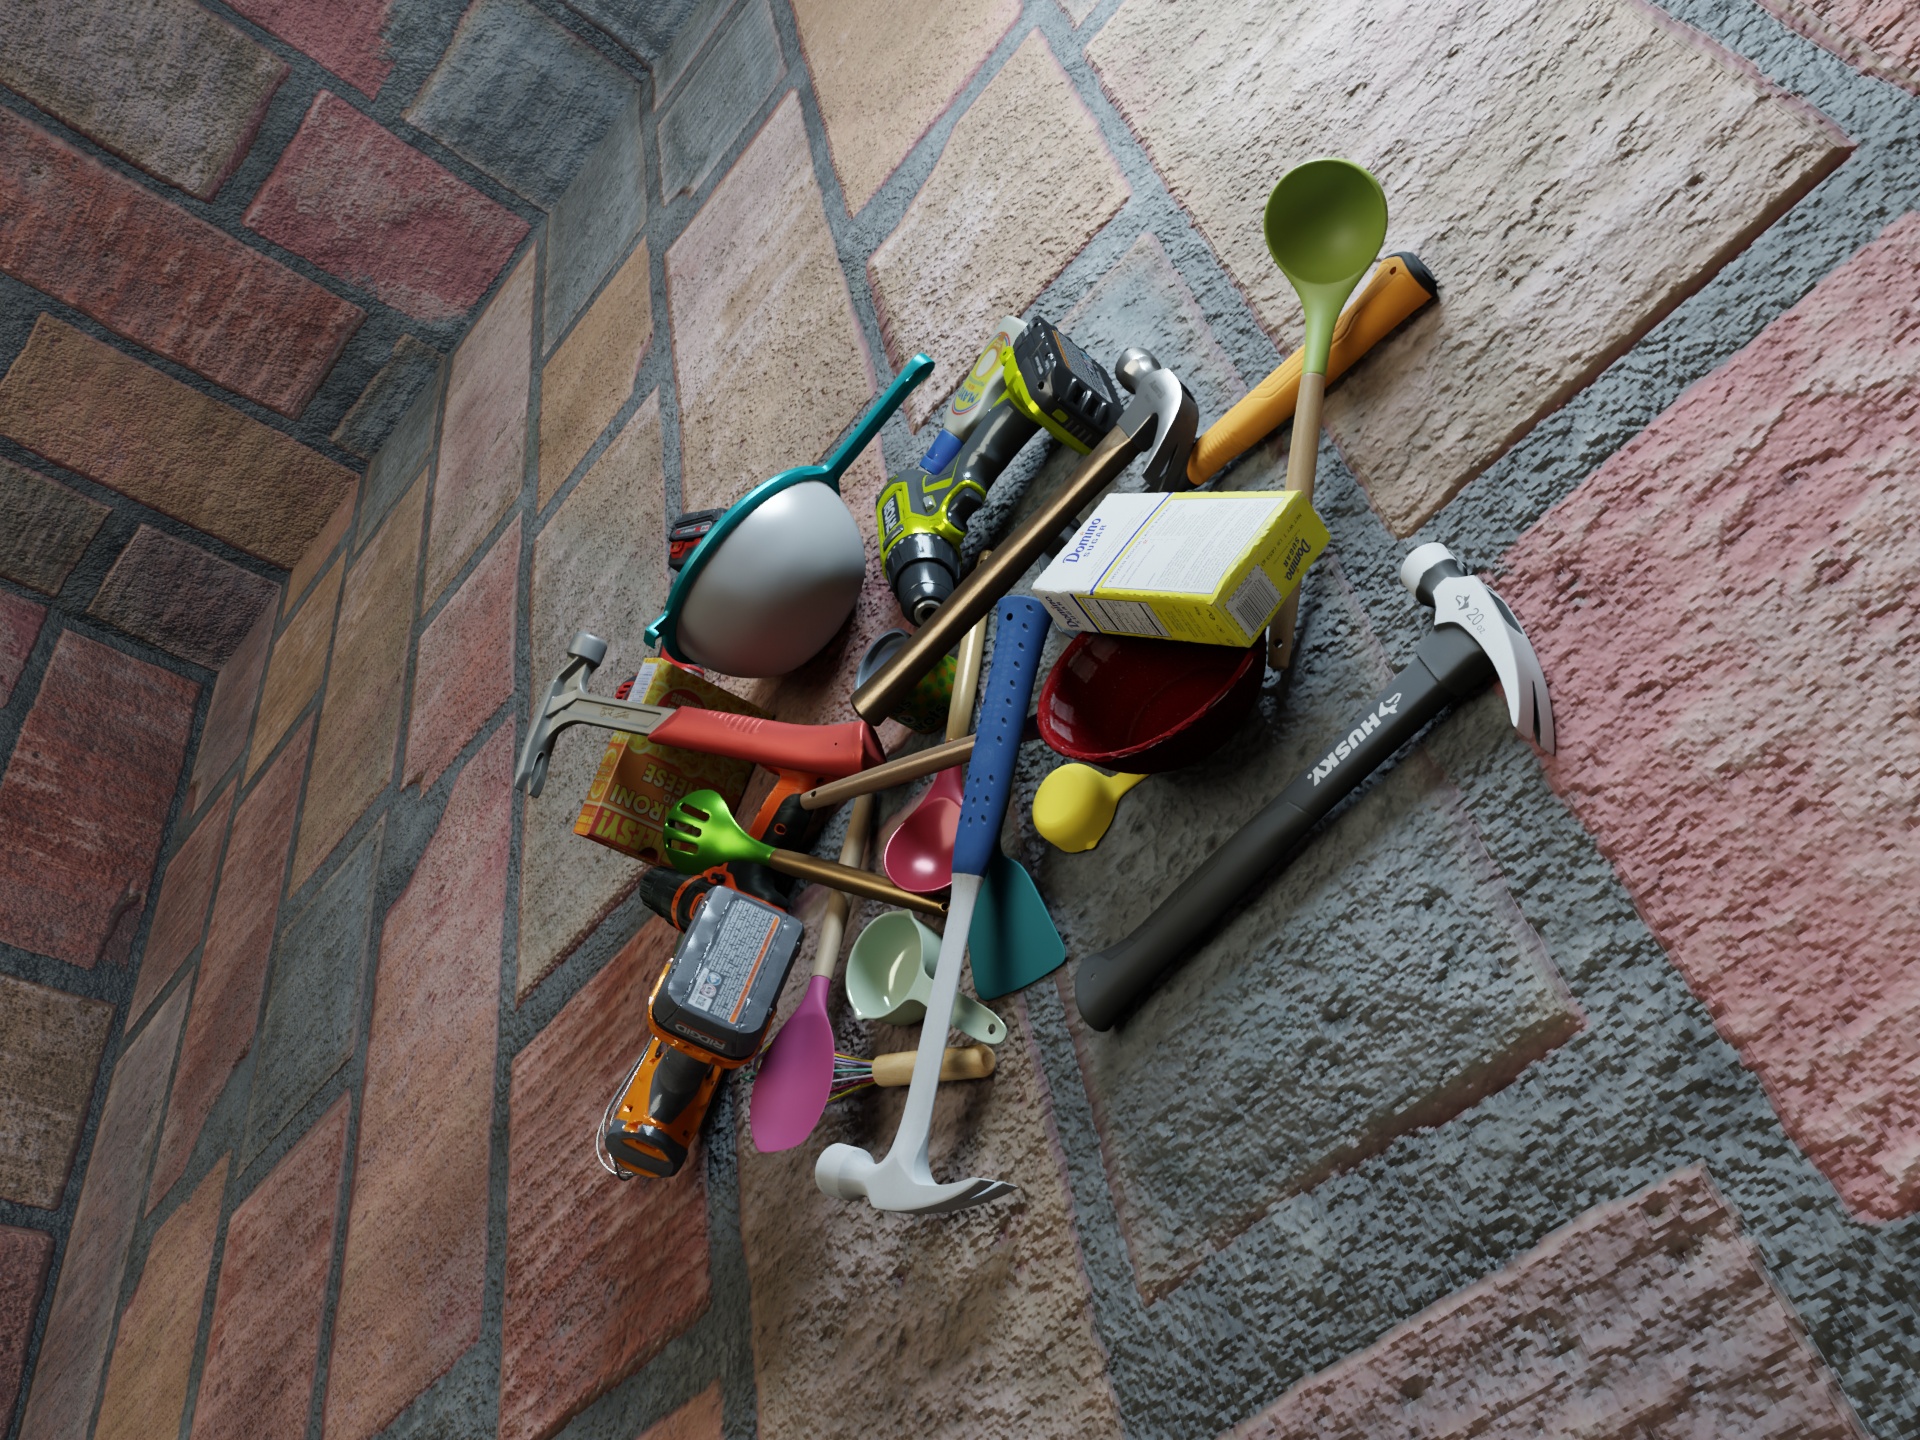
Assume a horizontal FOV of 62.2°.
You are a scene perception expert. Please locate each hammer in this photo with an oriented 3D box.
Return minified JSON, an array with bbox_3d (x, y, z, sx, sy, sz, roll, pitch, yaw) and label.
[{"bbox_3d":[0.041,-0.117,1.133,0.331,0.031,0.130,-45,35,15],"label":"hammer"},{"bbox_3d":[0.008,0.112,1.025,0.144,0.035,0.406,-3,68,44],"label":"hammer"},{"bbox_3d":[0.183,0.060,0.888,0.334,0.035,0.146,-48,35,20],"label":"hammer"},{"bbox_3d":[-0.215,0.017,1.297,0.359,0.036,0.149,9,74,33],"label":"hammer"},{"bbox_3d":[0.180,-0.185,1.075,0.337,0.034,0.127,-40,38,29],"label":"hammer"}]

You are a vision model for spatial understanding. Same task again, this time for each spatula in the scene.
[{"bbox_3d":[0.017,0.014,1.106,0.316,0.018,0.060,-19,50,28],"label":"spatula"},{"bbox_3d":[0.035,0.040,1.117,0.082,0.044,0.318,-34,37,37],"label":"spatula"}]

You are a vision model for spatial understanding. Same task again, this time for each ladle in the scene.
[{"bbox_3d":[0.211,-0.191,0.977,0.078,0.062,0.320,4,80,27],"label":"ladle"},{"bbox_3d":[-0.002,-0.004,1.183,0.069,0.031,0.316,1,56,13],"label":"ladle"}]

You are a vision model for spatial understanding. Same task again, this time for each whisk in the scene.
[{"bbox_3d":[-0.069,0.238,1.092,0.245,0.051,0.047,-17,47,43],"label":"whisk"},{"bbox_3d":[-0.245,0.258,1.317,0.058,0.059,0.246,5,60,15],"label":"whisk"}]

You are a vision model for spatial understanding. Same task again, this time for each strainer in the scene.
[{"bbox_3d":[-0.110,-0.157,1.363,0.095,0.211,0.340,42,96,14],"label":"strainer"}]

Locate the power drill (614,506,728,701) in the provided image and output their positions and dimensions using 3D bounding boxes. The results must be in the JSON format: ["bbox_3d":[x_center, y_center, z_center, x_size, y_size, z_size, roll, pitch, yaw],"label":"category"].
[{"bbox_3d":[-0.251,-0.088,1.552,0.188,0.080,0.227,3,71,54],"label":"power drill"}]

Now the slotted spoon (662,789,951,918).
[{"bbox_3d":[-0.119,0.107,1.190,0.314,0.031,0.070,12,81,37],"label":"slotted spoon"}]

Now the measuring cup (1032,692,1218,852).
[{"bbox_3d":[0.105,0.026,1.022,0.156,0.029,0.062,-42,38,27],"label":"measuring cup"}]

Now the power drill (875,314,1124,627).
[{"bbox_3d":[0.020,-0.186,1.238,0.228,0.080,0.191,-46,27,22],"label":"power drill"}]

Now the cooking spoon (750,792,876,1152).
[{"bbox_3d":[-0.095,0.168,1.151,0.069,0.017,0.319,-17,41,28],"label":"cooking spoon"}]

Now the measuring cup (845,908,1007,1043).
[{"bbox_3d":[-0.013,0.184,1.065,0.168,0.038,0.083,21,84,49],"label":"measuring cup"}]

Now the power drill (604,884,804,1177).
[{"bbox_3d":[-0.188,0.220,1.176,0.164,0.084,0.226,-70,6,-45],"label":"power drill"}]

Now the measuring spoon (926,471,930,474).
[{"bbox_3d":[-0.023,-0.206,1.389,0.124,0.018,0.034,-58,31,-7],"label":"measuring spoon"}]
